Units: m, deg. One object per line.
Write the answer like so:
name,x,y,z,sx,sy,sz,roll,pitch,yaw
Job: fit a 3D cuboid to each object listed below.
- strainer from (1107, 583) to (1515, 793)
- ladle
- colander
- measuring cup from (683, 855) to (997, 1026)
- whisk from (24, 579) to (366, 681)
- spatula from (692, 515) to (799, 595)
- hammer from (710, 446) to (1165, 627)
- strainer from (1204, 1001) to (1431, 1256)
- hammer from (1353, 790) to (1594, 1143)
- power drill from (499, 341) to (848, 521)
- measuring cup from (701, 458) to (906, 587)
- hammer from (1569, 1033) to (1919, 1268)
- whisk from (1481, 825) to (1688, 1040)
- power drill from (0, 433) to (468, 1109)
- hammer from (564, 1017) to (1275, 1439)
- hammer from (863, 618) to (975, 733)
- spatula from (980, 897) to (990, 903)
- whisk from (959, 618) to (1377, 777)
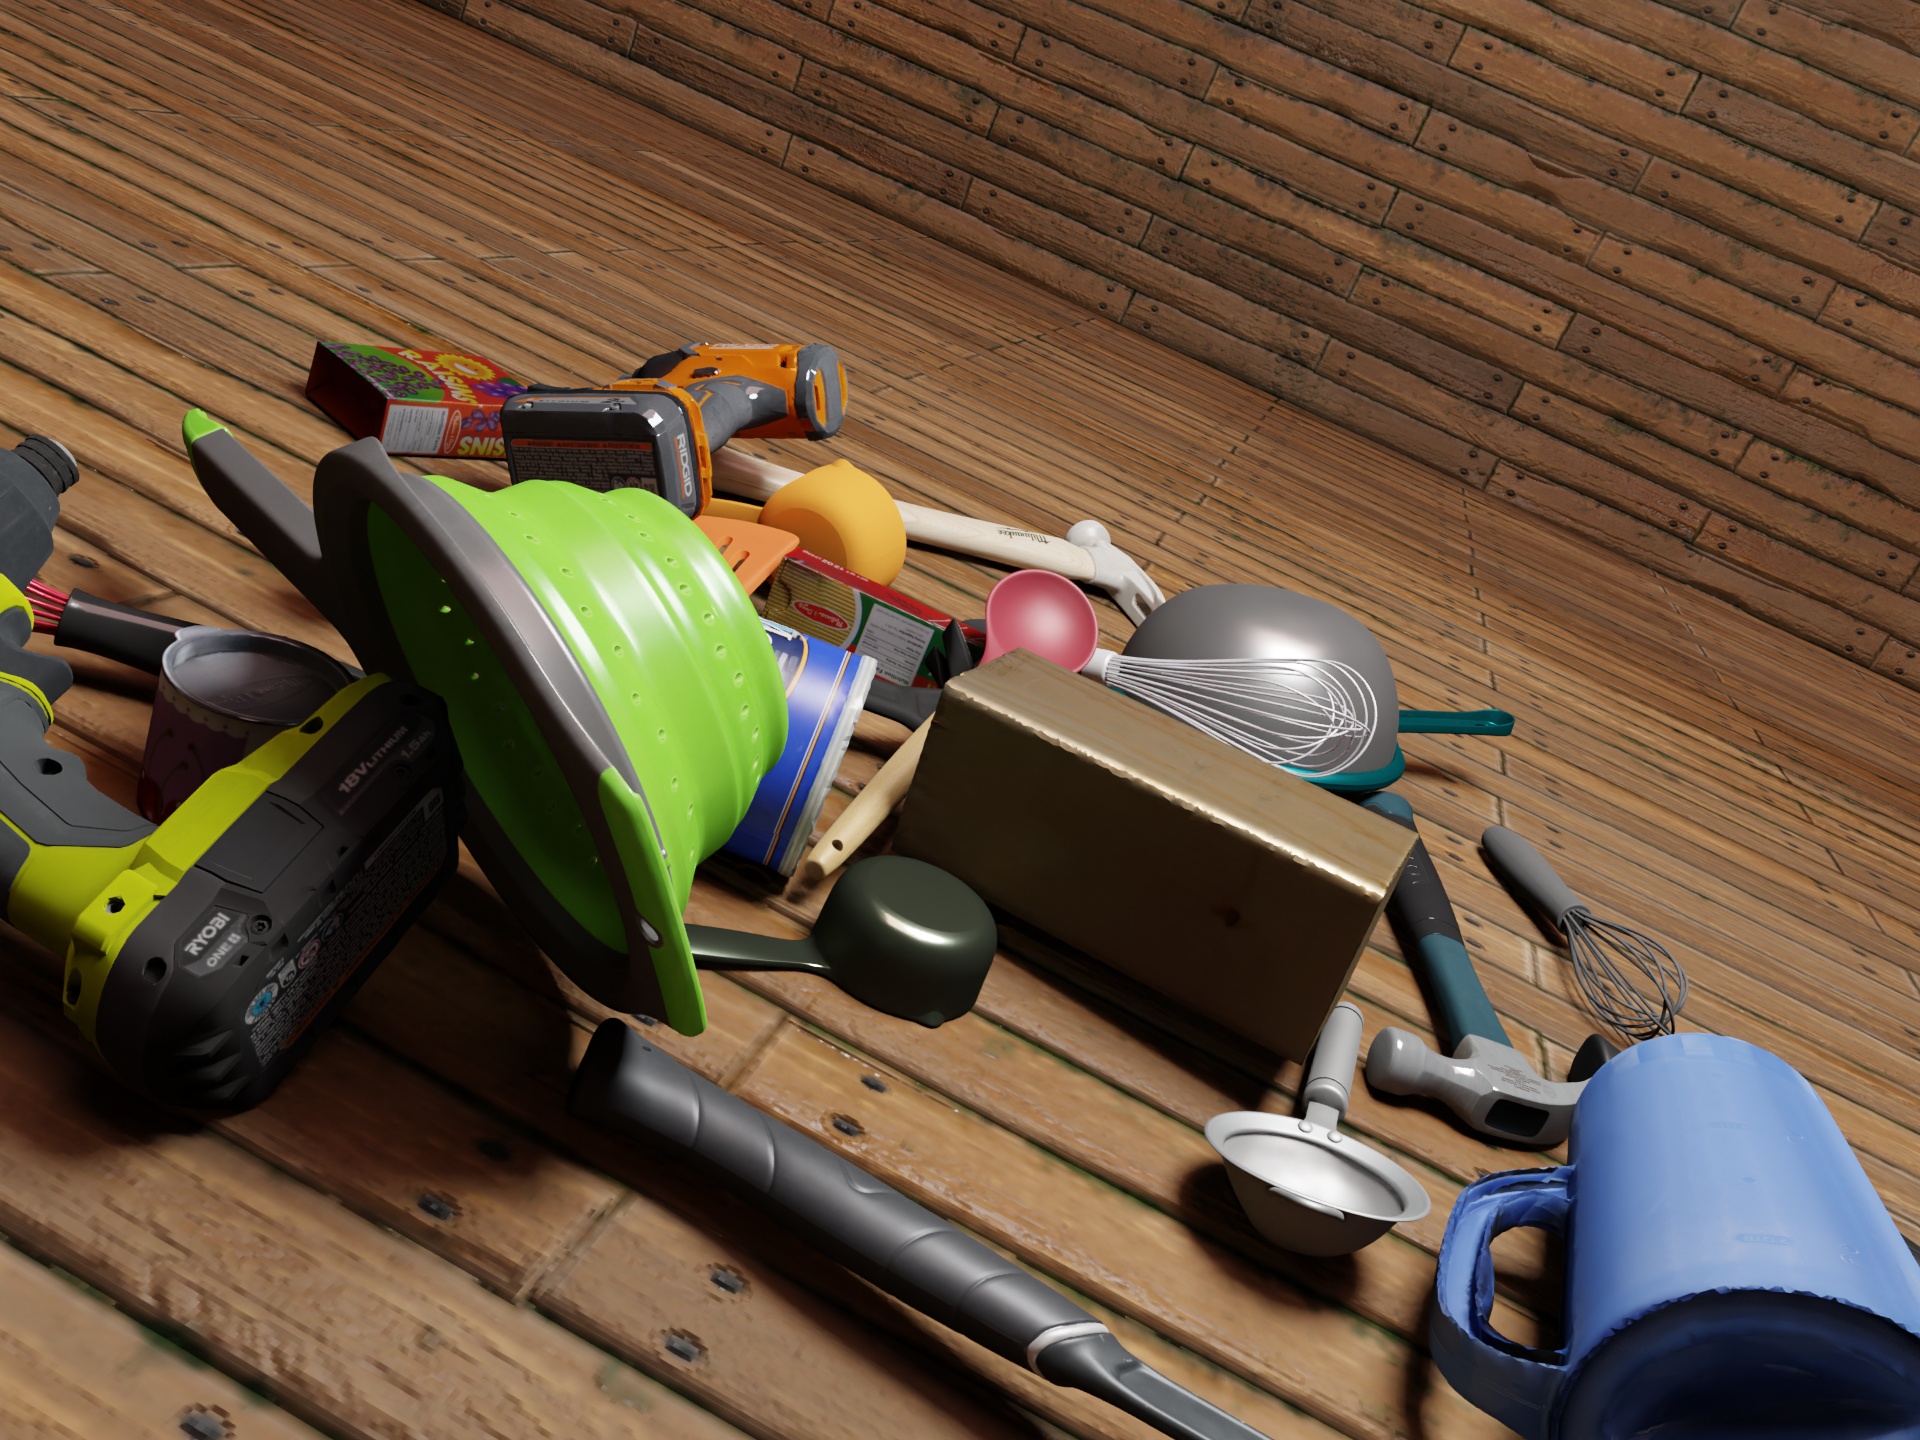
strainer,0.262,-0.036,1.087,0.340,0.095,0.211,2,23,-27
ladle,-0.001,-0.003,0.807,0.069,0.031,0.315,41,35,1
colander,-0.177,-0.049,0.585,0.094,0.204,0.397,-31,46,-27
measuring cup,-0.058,0.081,0.643,0.167,0.038,0.083,11,25,-33
whisk,-0.364,-0.046,0.609,0.295,0.073,0.073,19,22,-24
spatula,-0.180,-0.052,0.821,0.081,0.041,0.323,12,21,14
hammer,-0.039,-0.145,1.176,0.410,0.038,0.146,11,27,-27
strainer,0.152,0.165,0.664,0.087,0.050,0.258,17,15,15
hammer,0.262,0.120,0.880,0.128,0.033,0.331,21,22,-5
power drill,-0.188,-0.188,1.000,0.164,0.084,0.226,5,26,21
measuring cup,-0.122,-0.116,0.995,0.174,0.095,0.052,11,26,20
hammer,0.449,0.256,0.758,0.335,0.035,0.146,33,25,22
whisk,0.373,0.121,0.976,0.055,0.055,0.239,18,18,-13
power drill,-0.274,0.004,0.489,0.223,0.080,0.171,28,53,6
hammer,0.052,0.192,0.467,0.409,0.036,0.149,25,9,18
hammer,-0.136,-0.053,0.797,0.336,0.034,0.127,20,36,-24
spatula,0.116,0.076,0.843,0.315,0.018,0.060,-2,-1,-43
whisk,0.114,-0.027,0.963,0.285,0.070,0.070,15,16,31
